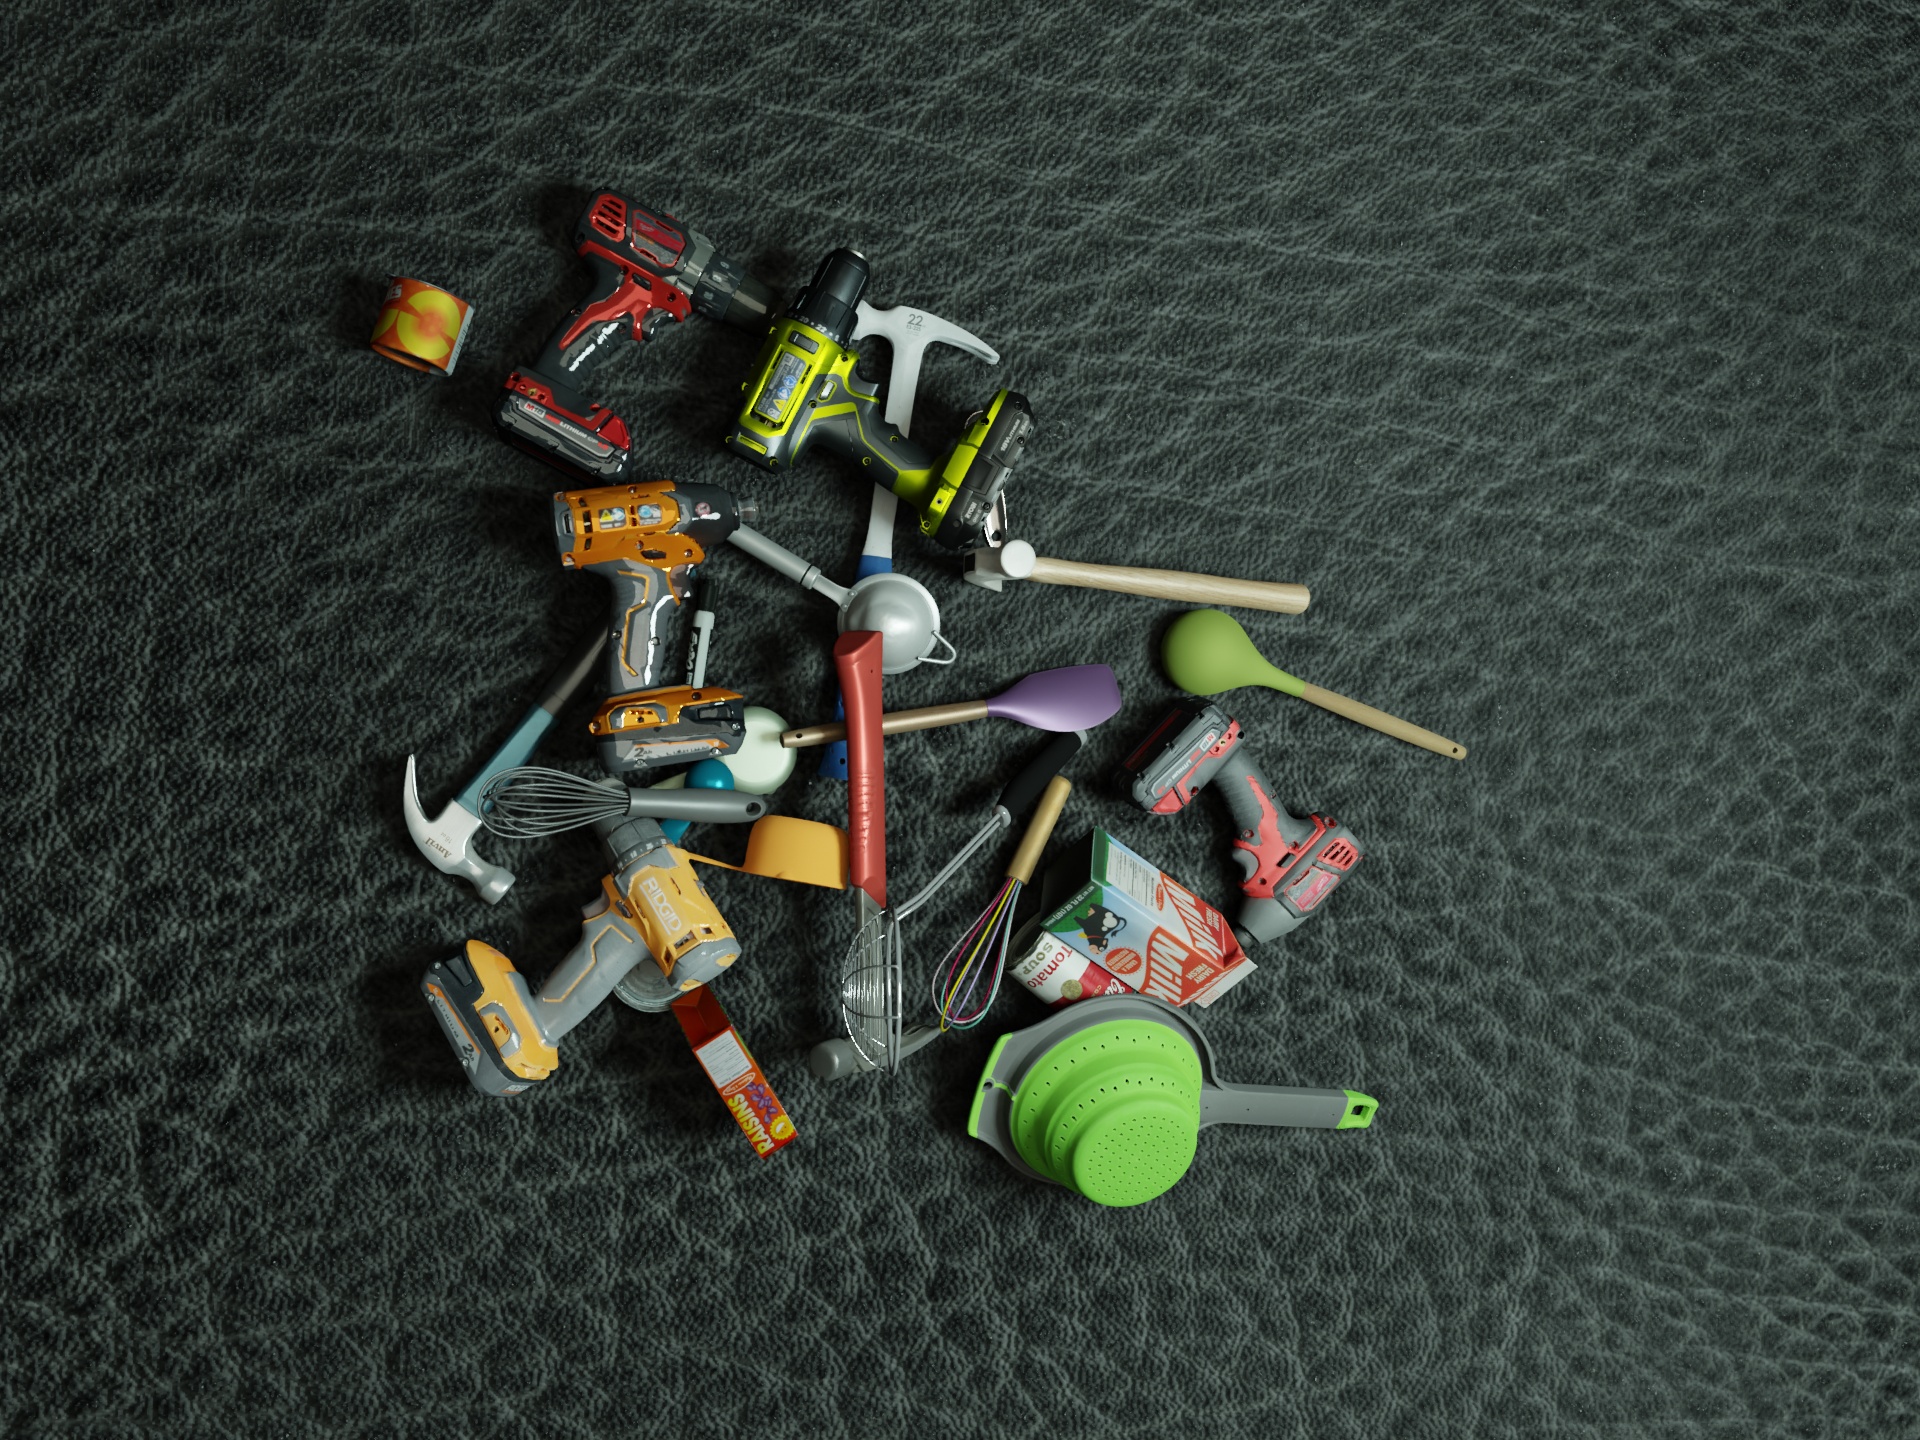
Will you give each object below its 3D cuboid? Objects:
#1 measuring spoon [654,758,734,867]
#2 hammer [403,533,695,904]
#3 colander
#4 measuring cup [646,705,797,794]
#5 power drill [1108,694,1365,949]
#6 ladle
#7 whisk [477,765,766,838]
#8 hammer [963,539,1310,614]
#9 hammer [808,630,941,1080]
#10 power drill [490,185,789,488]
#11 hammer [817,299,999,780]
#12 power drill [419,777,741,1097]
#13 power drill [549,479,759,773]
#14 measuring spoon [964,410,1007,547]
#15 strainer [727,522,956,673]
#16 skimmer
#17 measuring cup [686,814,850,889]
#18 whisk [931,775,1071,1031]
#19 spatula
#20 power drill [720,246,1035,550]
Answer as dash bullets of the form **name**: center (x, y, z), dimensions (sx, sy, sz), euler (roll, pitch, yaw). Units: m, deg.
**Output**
- **measuring spoon**: center (-0.236, 0.085, 1.306), dimensions (0.042, 0.021, 0.128), euler (39, 91, 6)
- **hammer**: center (-0.330, -0.017, 1.308), dimensions (0.128, 0.033, 0.331), euler (39, 82, -11)
- **colander**: center (0.209, 0.351, 1.375), dimensions (0.397, 0.095, 0.204), euler (8, 113, -21)
- **measuring cup**: center (-0.214, 0.045, 1.330), dimensions (0.167, 0.038, 0.083), euler (-27, 96, -13)
- **power drill**: center (0.243, 0.095, 1.414), dimensions (0.219, 0.078, 0.143), euler (44, 89, -13)
- **ladle**: center (0.327, -0.022, 1.457), dimensions (0.320, 0.062, 0.078), euler (20, 91, -19)
- **whisk**: center (-0.259, 0.067, 1.240), dimensions (0.238, 0.055, 0.055), euler (4, 90, -34)
- **hammer**: center (0.157, -0.121, 1.386), dimensions (0.331, 0.130, 0.031), euler (4, 90, -23)
- **hammer**: center (-0.071, 0.106, 1.307), dimensions (0.149, 0.037, 0.359), euler (-9, 100, -55)
- **power drill**: center (-0.260, -0.300, 1.300), dimensions (0.187, 0.080, 0.227), euler (27, 82, -12)
- **hammer**: center (-0.064, -0.150, 1.357), dimensions (0.144, 0.035, 0.405), euler (9, 90, -3)
- **power drill**: center (-0.312, 0.170, 1.268), dimensions (0.226, 0.084, 0.185), euler (-34, 74, -2)
- **power drill**: center (-0.231, -0.080, 1.271), dimensions (0.164, 0.084, 0.226), euler (-9, 90, -11)
- **measuring spoon**: center (0.025, -0.209, 1.397), dimensions (0.034, 0.018, 0.124), euler (-7, 99, -3)
- **strainer**: center (-0.119, -0.113, 1.319), dimensions (0.258, 0.050, 0.087), euler (31, 103, 1)
- **skimmer**: center (0.021, 0.131, 1.300), dimensions (0.090, 0.127, 0.363), euler (31, 53, 19)
- **measuring cup**: center (-0.175, 0.101, 1.328), dimensions (0.173, 0.095, 0.052), euler (11, 83, 6)
- **whisk**: center (0.039, 0.157, 1.372), dimensions (0.047, 0.051, 0.245), euler (41, 69, -42)
- **spatula**: center (-0.002, -0.004, 1.360), dimensions (0.316, 0.018, 0.060), euler (-8, 74, -22)
- **power drill**: center (-0.058, -0.259, 1.299), dimensions (0.228, 0.080, 0.190), euler (28, 90, -2)
